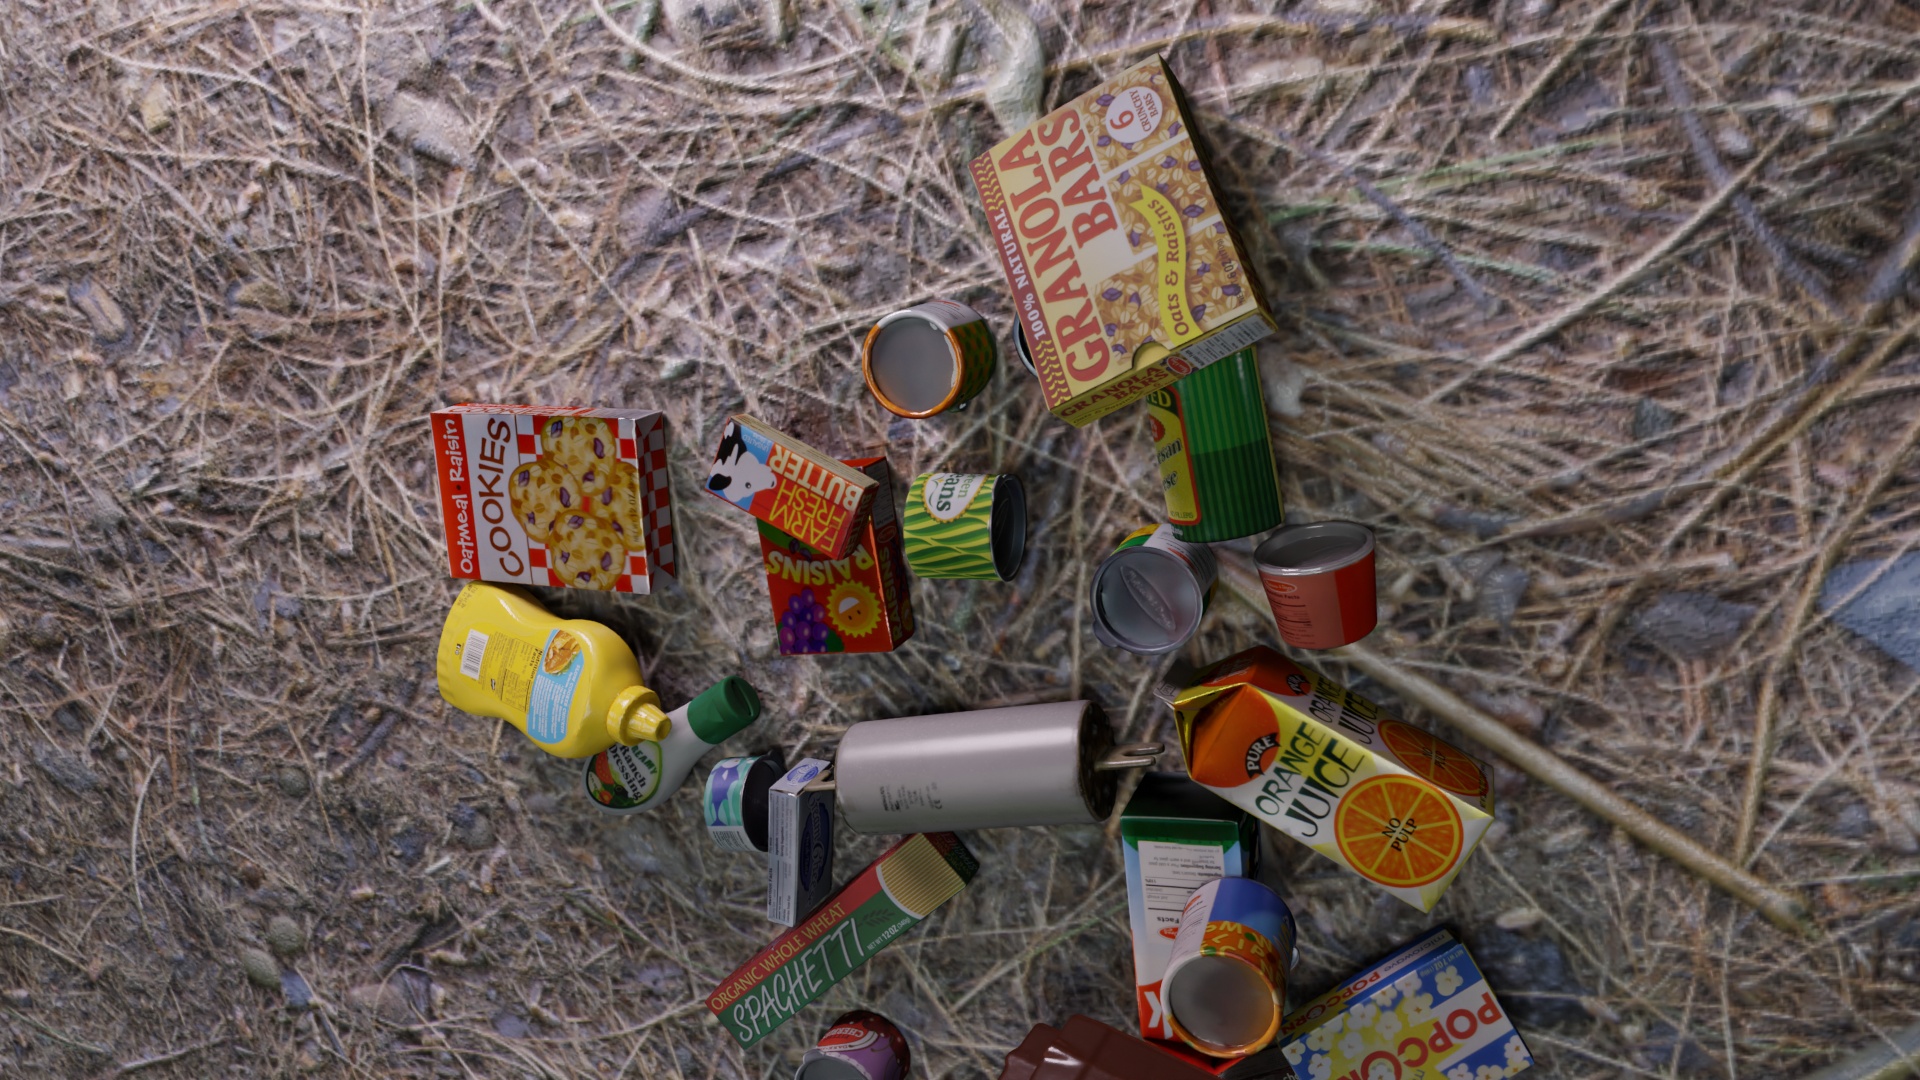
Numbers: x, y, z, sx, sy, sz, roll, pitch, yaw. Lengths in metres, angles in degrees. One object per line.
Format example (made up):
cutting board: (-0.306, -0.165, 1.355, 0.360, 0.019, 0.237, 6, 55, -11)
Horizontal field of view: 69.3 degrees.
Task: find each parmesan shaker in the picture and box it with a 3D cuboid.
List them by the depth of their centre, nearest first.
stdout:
parmesan shaker: (0.143, -0.055, 0.784, 0.071, 0.071, 0.103, -8, 101, 23)

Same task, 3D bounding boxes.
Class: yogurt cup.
yogurt cup: (0.205, 0.027, 0.789, 0.072, 0.073, 0.053, -8, 110, 23)

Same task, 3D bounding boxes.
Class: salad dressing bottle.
salad dressing bottle: (-0.205, 0.144, 0.986, 0.147, 0.044, 0.064, -34, 81, 25)

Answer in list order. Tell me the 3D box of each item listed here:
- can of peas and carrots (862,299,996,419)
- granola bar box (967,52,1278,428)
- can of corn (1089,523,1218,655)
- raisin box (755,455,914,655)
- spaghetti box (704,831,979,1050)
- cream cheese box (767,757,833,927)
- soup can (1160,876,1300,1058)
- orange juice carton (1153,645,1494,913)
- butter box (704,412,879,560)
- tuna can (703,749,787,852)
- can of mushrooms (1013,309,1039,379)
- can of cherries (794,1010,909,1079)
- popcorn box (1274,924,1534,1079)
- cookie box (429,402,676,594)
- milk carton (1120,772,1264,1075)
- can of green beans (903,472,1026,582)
can of peas and carrots: (-0.018, -0.107, 0.839, 0.071, 0.059, 0.070, 6, 106, 20)
granola bar box: (0.084, -0.163, 0.757, 0.124, 0.039, 0.166, -25, 69, 23)
can of corn: (0.114, 0.029, 0.826, 0.071, 0.058, 0.071, 6, 106, 19)
raisin box: (-0.084, 0.011, 0.907, 0.086, 0.040, 0.123, -5, 101, 21)
spaghetti box: (-0.089, 0.283, 0.988, 0.249, 0.029, 0.050, -42, 86, 25)
cream cheese box: (-0.111, 0.209, 0.963, 0.024, 0.053, 0.103, 9, 107, 20)
soup can: (0.153, 0.238, 0.774, 0.071, 0.084, 0.071, 4, 105, 17)
orange juice carton: (0.204, 0.126, 0.810, 0.193, 0.072, 0.072, 29, 112, 11)
butter box: (-0.106, -0.034, 0.868, 0.103, 0.024, 0.053, 28, 111, 12)
tuna can: (-0.147, 0.180, 0.964, 0.033, 0.071, 0.071, -6, 102, 23)
can of mushrooms: (0.069, -0.122, 0.816, 0.071, 0.033, 0.071, 5, 105, 19)
can of cherries: (-0.077, 0.379, 0.994, 0.071, 0.058, 0.071, 6, 107, 20)
popcorn box: (0.262, 0.301, 0.830, 0.127, 0.038, 0.085, -31, 92, 3)
cookie box: (-0.285, -0.031, 0.972, 0.167, 0.040, 0.122, 4, 105, 19)
milk carton: (0.150, 0.246, 0.864, 0.073, 0.072, 0.190, -2, 102, 21)
can of green beans: (0.003, -0.009, 0.854, 0.058, 0.071, 0.071, 2, 105, 21)
